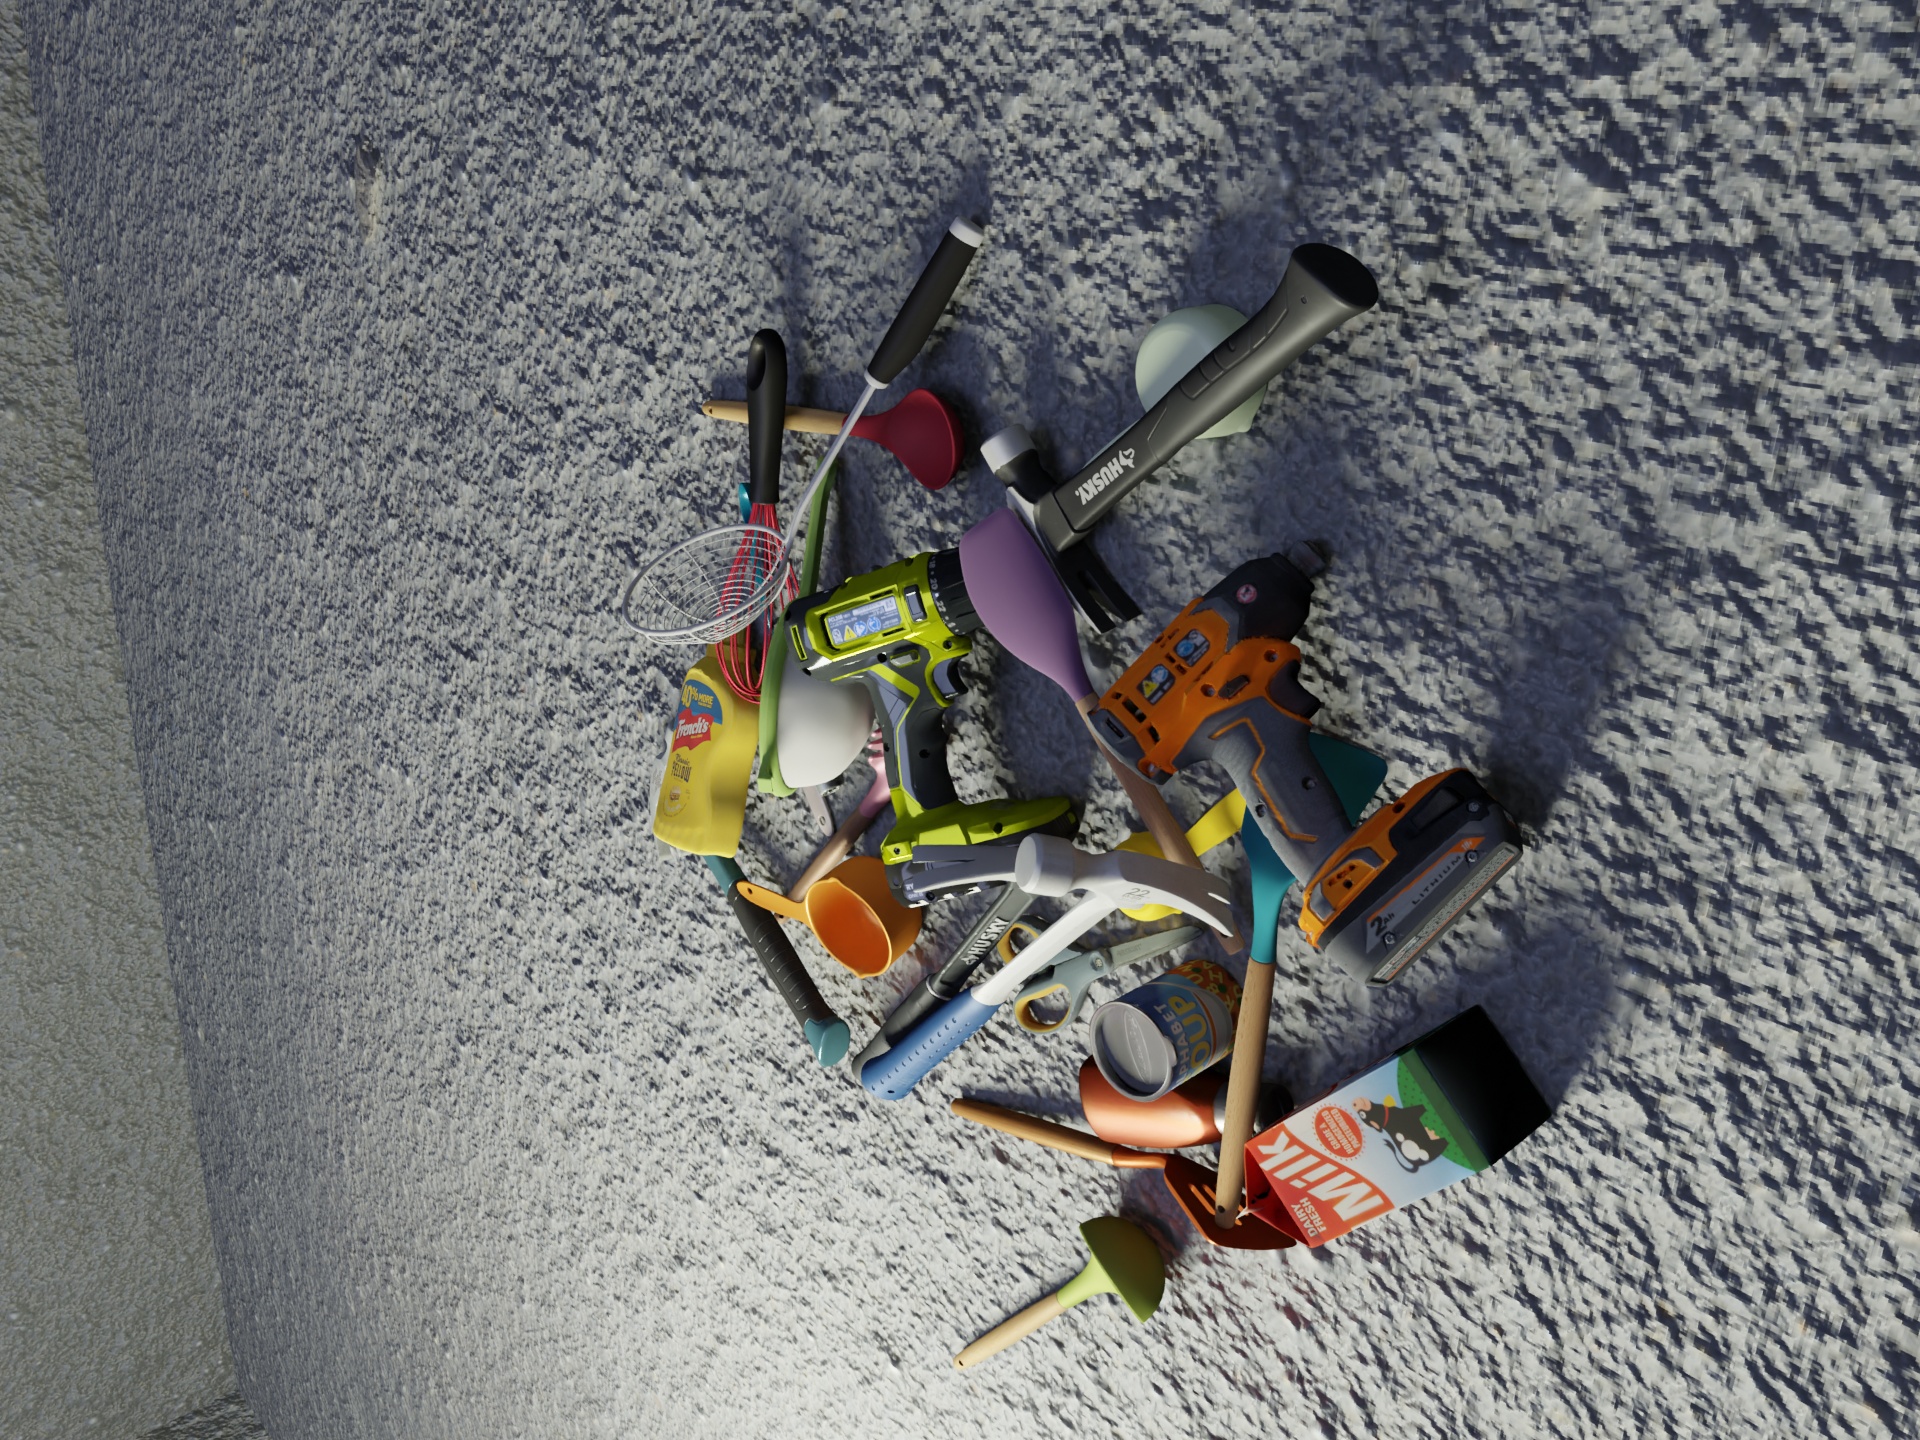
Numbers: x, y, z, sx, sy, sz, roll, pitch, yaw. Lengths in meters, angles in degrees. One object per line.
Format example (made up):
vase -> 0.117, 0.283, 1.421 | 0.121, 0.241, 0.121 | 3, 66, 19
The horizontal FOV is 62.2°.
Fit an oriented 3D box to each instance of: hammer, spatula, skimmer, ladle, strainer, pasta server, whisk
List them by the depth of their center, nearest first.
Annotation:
hammer -> 0.120, -0.160, 0.887 | 0.146, 0.035, 0.334 | 62, 152, 3
spatula -> 0.186, 0.164, 0.957 | 0.082, 0.044, 0.317 | 20, 112, 39
spatula -> 0.090, 0.009, 1.003 | 0.060, 0.018, 0.316 | -35, 81, 25
hammer -> 0.029, 0.180, 1.060 | 0.405, 0.144, 0.035 | 130, 146, -52
skimmer -> -0.113, -0.197, 1.091 | 0.363, 0.090, 0.127 | -54, 28, 25
spatula -> 0.094, 0.312, 1.126 | 0.323, 0.081, 0.041 | 0, 79, 52
hammer -> -0.012, 0.184, 1.134 | 0.408, 0.149, 0.036 | 122, 151, -54
ladle -> -0.099, -0.219, 1.174 | 0.316, 0.031, 0.069 | 18, 118, 45
strainer -> -0.092, -0.066, 1.187 | 0.069, 0.151, 0.256 | 8, 92, 8
ladle -> 0.059, 0.452, 1.207 | 0.078, 0.062, 0.320 | 55, 138, 16
whisk -> -0.149, -0.149, 1.212 | 0.073, 0.073, 0.295 | 25, 120, 40
pasta server -> -0.089, 0.088, 1.257 | 0.060, 0.040, 0.316 | 44, 135, 4
hammer -> -0.185, 0.153, 1.363 | 0.331, 0.033, 0.128 | 53, 137, 31

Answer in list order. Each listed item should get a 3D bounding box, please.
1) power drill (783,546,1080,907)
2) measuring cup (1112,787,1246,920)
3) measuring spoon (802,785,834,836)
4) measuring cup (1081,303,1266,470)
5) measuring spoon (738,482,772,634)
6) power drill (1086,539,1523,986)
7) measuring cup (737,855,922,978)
power drill -> -0.002, -0.003, 1.079 | 0.190, 0.080, 0.228 | -16, 93, 22
measuring cup -> 0.143, 0.078, 1.005 | 0.062, 0.029, 0.156 | 59, 138, 15
measuring spoon -> -0.135, 0.040, 1.305 | 0.034, 0.018, 0.124 | -34, 77, 47
measuring cup -> 0.110, -0.180, 0.948 | 0.167, 0.038, 0.083 | -38, 74, 45
measuring spoon -> -0.156, -0.130, 1.276 | 0.042, 0.021, 0.128 | -135, 34, -60
power drill -> 0.195, 0.015, 0.874 | 0.164, 0.084, 0.227 | -48, 62, 11
measuring cup -> -0.104, 0.141, 1.265 | 0.174, 0.052, 0.095 | 13, 126, 40
